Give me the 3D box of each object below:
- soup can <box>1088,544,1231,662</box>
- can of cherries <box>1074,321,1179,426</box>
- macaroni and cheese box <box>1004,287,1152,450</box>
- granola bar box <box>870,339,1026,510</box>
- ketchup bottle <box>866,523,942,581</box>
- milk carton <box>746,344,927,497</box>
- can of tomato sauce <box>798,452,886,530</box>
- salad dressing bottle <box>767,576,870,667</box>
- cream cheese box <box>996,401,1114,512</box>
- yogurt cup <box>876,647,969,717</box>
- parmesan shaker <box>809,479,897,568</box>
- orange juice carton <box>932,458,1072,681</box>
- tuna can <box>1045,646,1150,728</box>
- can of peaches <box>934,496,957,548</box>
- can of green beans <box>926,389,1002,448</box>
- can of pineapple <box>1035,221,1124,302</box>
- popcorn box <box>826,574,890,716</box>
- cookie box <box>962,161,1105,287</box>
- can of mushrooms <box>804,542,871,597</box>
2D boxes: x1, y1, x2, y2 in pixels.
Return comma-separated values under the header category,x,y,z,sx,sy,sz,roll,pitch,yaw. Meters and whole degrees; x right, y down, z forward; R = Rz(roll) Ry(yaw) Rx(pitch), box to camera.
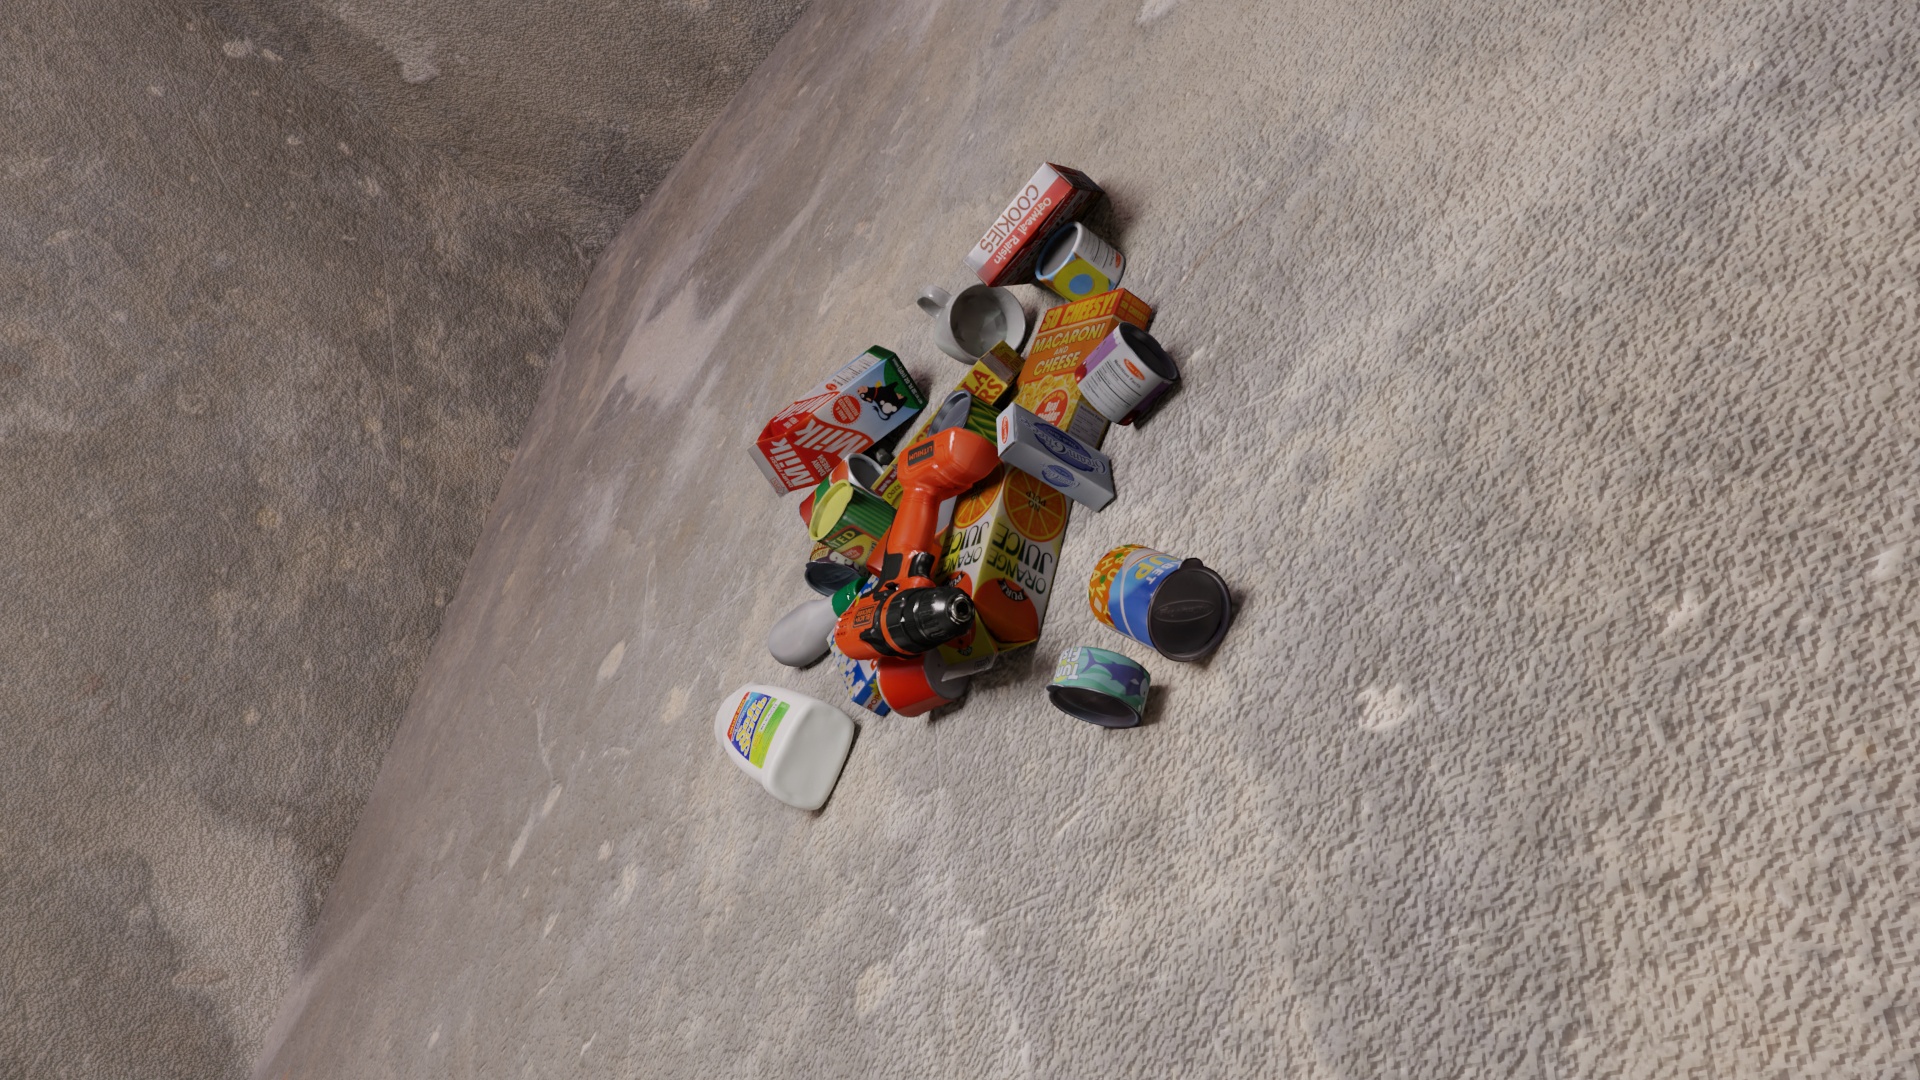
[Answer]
category,x,y,z,sx,sy,sz,roll,pitch,yaw
soup can,0.136,0.039,0.957,0.071,0.071,0.084,-60,26,-3
can of cherries,0.137,-0.137,1.146,0.058,0.071,0.072,-45,30,27
macaroni and cheese box,0.095,-0.136,1.242,0.123,0.040,0.167,-3,61,60
granola bar box,-0.008,-0.111,1.342,0.165,0.039,0.124,-48,2,20
ketchup bottle,-0.024,-0.019,1.305,0.149,0.065,0.043,-56,-15,-11
milk carton,-0.140,-0.129,1.527,0.191,0.072,0.073,-37,25,-9
can of tomato sauce,-0.122,-0.042,1.486,0.082,0.071,0.071,-43,30,27
salad dressing bottle,-0.138,0.082,1.411,0.147,0.044,0.064,-32,40,40
cream cheese box,0.077,-0.068,1.130,0.024,0.104,0.054,-46,28,33
yogurt cup,-0.029,0.112,1.172,0.054,0.072,0.073,-19,46,41
parmesan shaker,-0.084,-0.007,1.344,0.071,0.103,0.072,-41,32,33
orange juice carton,0.028,0.025,1.152,0.071,0.073,0.193,-22,45,50
tuna can,0.095,0.101,0.961,0.071,0.071,0.033,-19,46,53
can of peaches,0.004,-0.016,1.251,0.071,0.058,0.071,-40,32,32
can of green beans,0.011,-0.091,1.230,0.071,0.058,0.071,-42,32,34
can of pineapple,0.112,-0.260,1.321,0.070,0.058,0.071,-41,32,33
popcorn box,-0.076,0.095,1.295,0.085,0.038,0.127,-54,27,10
cookie box,0.076,-0.308,1.364,0.122,0.040,0.168,-48,-5,19
can of mushrooms,-0.125,0.028,1.413,0.070,0.071,0.033,-30,37,45
